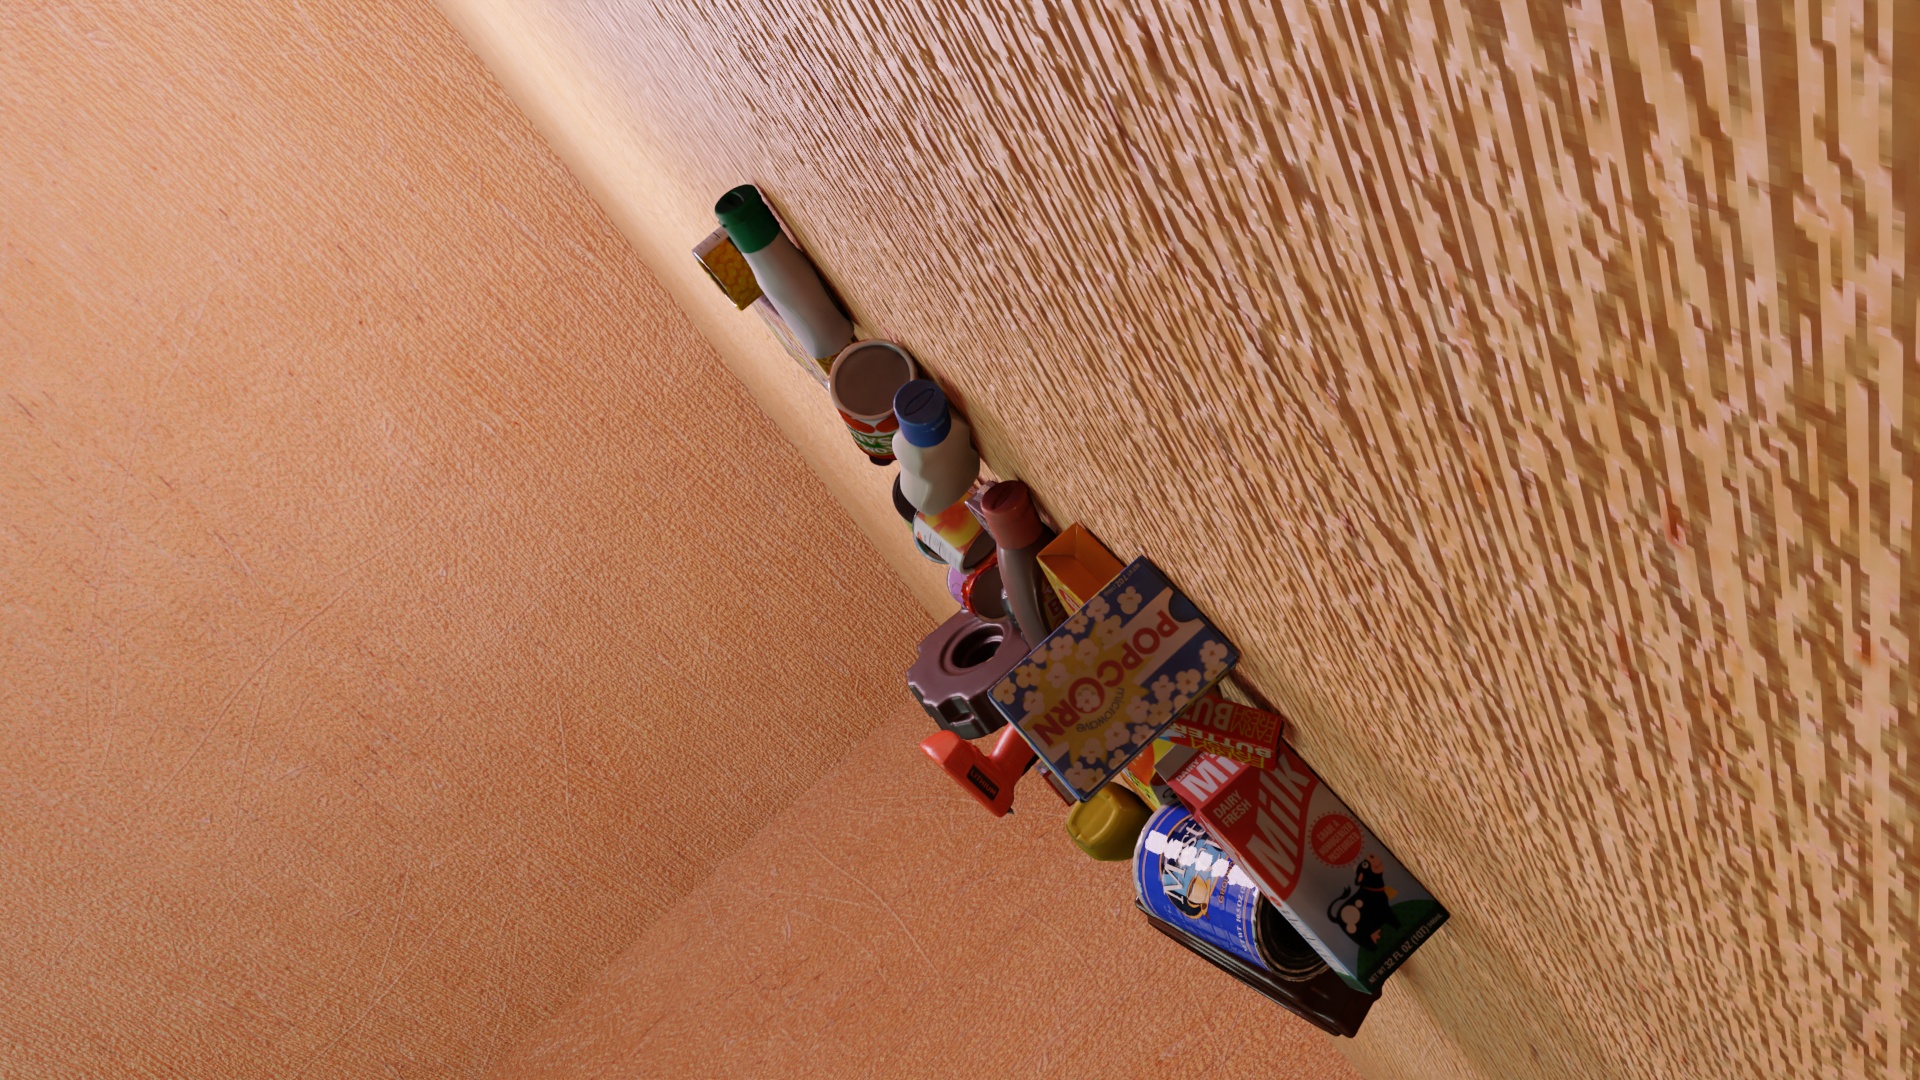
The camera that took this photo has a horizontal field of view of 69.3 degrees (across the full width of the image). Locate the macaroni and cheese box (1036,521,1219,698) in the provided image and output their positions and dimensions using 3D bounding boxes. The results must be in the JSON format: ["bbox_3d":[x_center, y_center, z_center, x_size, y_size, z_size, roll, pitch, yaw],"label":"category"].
[{"bbox_3d":[0.121,0.072,0.964,0.124,0.040,0.166,46,174,30],"label":"macaroni and cheese box"}]

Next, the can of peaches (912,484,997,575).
[{"bbox_3d":[0.004,-0.015,1.168,0.058,0.071,0.071,40,172,23],"label":"can of peaches"}]

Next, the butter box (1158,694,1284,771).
[{"bbox_3d":[0.149,0.113,0.867,0.103,0.024,0.053,14,160,18],"label":"butter box"}]

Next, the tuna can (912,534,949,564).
[{"bbox_3d":[-0.013,-0.013,1.339,0.071,0.071,0.033,49,173,1],"label":"tuna can"}]

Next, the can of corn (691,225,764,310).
[{"bbox_3d":[-0.181,-0.233,1.163,0.071,0.058,0.071,49,175,6],"label":"can of corn"}]

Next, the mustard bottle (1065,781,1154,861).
[{"bbox_3d":[0.145,0.255,1.237,0.049,0.065,0.160,41,-177,30],"label":"mustard bottle"}]

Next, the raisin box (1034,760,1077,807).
[{"bbox_3d":[0.127,0.180,1.242,0.040,0.123,0.086,49,175,3],"label":"raisin box"}]

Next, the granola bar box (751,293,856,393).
[{"bbox_3d":[-0.136,-0.186,1.237,0.166,0.039,0.123,44,173,44],"label":"granola bar box"}]

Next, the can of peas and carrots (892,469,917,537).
[{"bbox_3d":[-0.022,-0.035,1.248,0.071,0.071,0.058,47,175,17],"label":"can of peas and carrots"}]

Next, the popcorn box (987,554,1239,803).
[{"bbox_3d":[0.091,0.083,0.827,0.085,0.127,0.038,47,177,19],"label":"popcorn box"}]

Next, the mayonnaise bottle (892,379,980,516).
[{"bbox_3d":[-0.021,-0.070,1.018,0.041,0.065,0.147,44,169,19],"label":"mayonnaise bottle"}]

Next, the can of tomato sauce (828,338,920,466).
[{"bbox_3d":[-0.059,-0.103,1.035,0.071,0.071,0.083,47,174,18],"label":"can of tomato sauce"}]

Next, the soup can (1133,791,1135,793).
[{"bbox_3d":[0.208,0.232,1.289,0.071,0.071,0.084,50,173,-15],"label":"soup can"}]

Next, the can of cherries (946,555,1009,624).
[{"bbox_3d":[0.027,0.042,1.404,0.071,0.071,0.058,52,174,-27],"label":"can of cherries"}]

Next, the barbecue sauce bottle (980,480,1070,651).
[{"bbox_3d":[0.057,0.021,1.037,0.043,0.065,0.148,10,140,39],"label":"barbecue sauce bottle"}]

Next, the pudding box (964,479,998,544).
[{"bbox_3d":[0.044,-0.005,1.104,0.083,0.030,0.050,52,175,-29],"label":"pudding box"}]

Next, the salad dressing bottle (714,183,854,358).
[{"bbox_3d":[-0.136,-0.206,1.072,0.064,0.044,0.147,46,173,48],"label":"salad dressing bottle"}]

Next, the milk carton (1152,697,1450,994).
[{"bbox_3d":[0.216,0.195,0.903,0.191,0.072,0.073,46,174,14],"label":"milk carton"}]

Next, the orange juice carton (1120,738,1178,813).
[{"bbox_3d":[0.162,0.164,1.113,0.072,0.073,0.192,46,174,31],"label":"orange juice carton"}]
